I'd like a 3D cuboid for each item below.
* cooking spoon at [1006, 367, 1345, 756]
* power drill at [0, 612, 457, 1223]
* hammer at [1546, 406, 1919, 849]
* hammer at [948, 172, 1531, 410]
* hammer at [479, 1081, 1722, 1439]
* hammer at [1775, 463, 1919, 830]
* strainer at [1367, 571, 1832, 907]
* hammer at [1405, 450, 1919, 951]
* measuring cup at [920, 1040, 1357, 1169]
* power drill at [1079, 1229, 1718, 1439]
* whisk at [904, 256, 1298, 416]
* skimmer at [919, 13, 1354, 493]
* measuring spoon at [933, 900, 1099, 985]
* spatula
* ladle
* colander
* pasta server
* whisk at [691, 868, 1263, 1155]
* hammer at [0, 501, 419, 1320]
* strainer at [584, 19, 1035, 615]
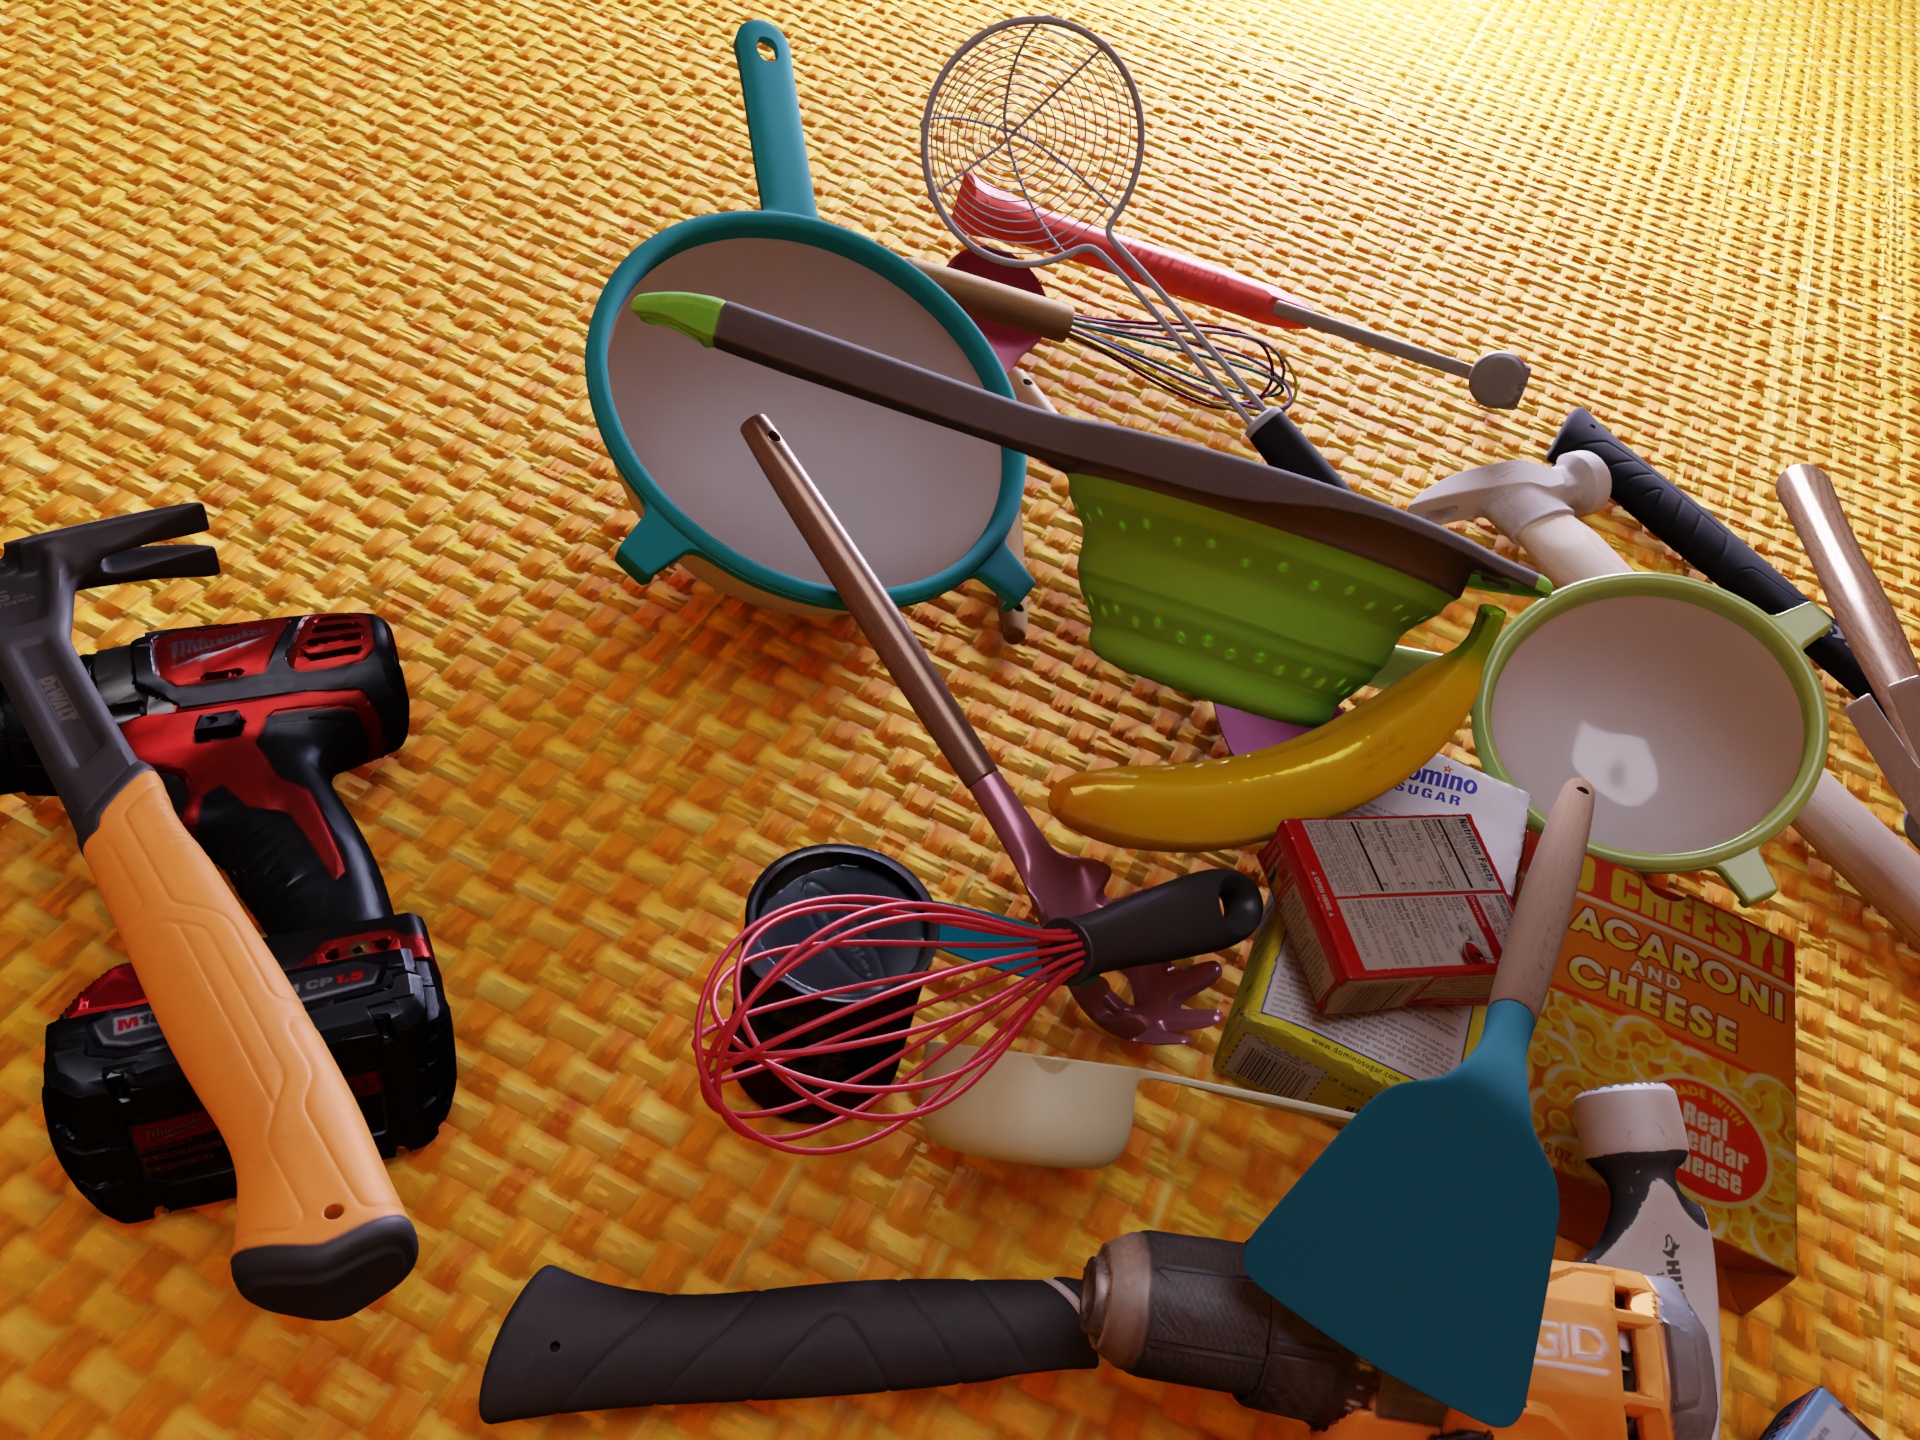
[{"bbox_3d":[0.104,-0.069,0.795,0.068,0.017,0.319,-18,60,-25],"label":"cooking spoon"},{"bbox_3d":[-0.280,0.053,0.556,0.188,0.080,0.227,-10,48,-23],"label":"power drill"},{"bbox_3d":[0.460,-0.070,0.892,0.146,0.035,0.335,-19,54,-28],"label":"hammer"},{"bbox_3d":[0.165,-0.259,0.962,0.359,0.036,0.149,21,17,10],"label":"hammer"},{"bbox_3d":[0.057,0.199,0.515,0.409,0.036,0.149,0,68,-9],"label":"hammer"},{"bbox_3d":[0.453,-0.035,0.784,0.130,0.031,0.332,44,34,-22],"label":"hammer"},{"bbox_3d":[0.270,-0.001,0.766,0.256,0.069,0.151,13,69,23],"label":"strainer"},{"bbox_3d":[0.388,0.009,0.797,0.146,0.038,0.411,-15,53,-25],"label":"hammer"},{"bbox_3d":[0.067,0.143,0.561,0.167,0.083,0.038,11,78,-6],"label":"measuring cup"},{"bbox_3d":[0.118,0.253,0.436,0.185,0.084,0.226,11,58,-4],"label":"power drill"},{"bbox_3d":[0.082,-0.223,0.909,0.245,0.047,0.051,14,9,-13],"label":"whisk"},{"bbox_3d":[0.121,-0.209,0.838,0.127,0.090,0.363,-39,82,3],"label":"skimmer"},{"bbox_3d":[-0.005,0.083,0.615,0.129,0.021,0.042,14,64,21],"label":"measuring spoon"},{"bbox_3d":[0.187,0.096,0.548,0.082,0.044,0.317,28,33,16],"label":"spatula"},{"bbox_3d":[0.022,-0.158,0.868,0.069,0.031,0.316,11,47,-15],"label":"ladle"},{"bbox_3d":[0.043,-0.080,0.681,0.397,0.094,0.204,18,6,-7],"label":"colander"},{"bbox_3d":[-0.001,-0.002,0.648,0.060,0.040,0.316,-22,74,-44],"label":"pasta server"},{"bbox_3d":[0.023,0.081,0.527,0.295,0.073,0.073,-5,44,-51],"label":"whisk"},{"bbox_3d":[-0.246,0.041,0.497,0.127,0.034,0.337,-22,51,-31],"label":"hammer"},{"bbox_3d":[-0.092,-0.186,0.779,0.211,0.095,0.341,2,64,-26],"label":"strainer"}]
